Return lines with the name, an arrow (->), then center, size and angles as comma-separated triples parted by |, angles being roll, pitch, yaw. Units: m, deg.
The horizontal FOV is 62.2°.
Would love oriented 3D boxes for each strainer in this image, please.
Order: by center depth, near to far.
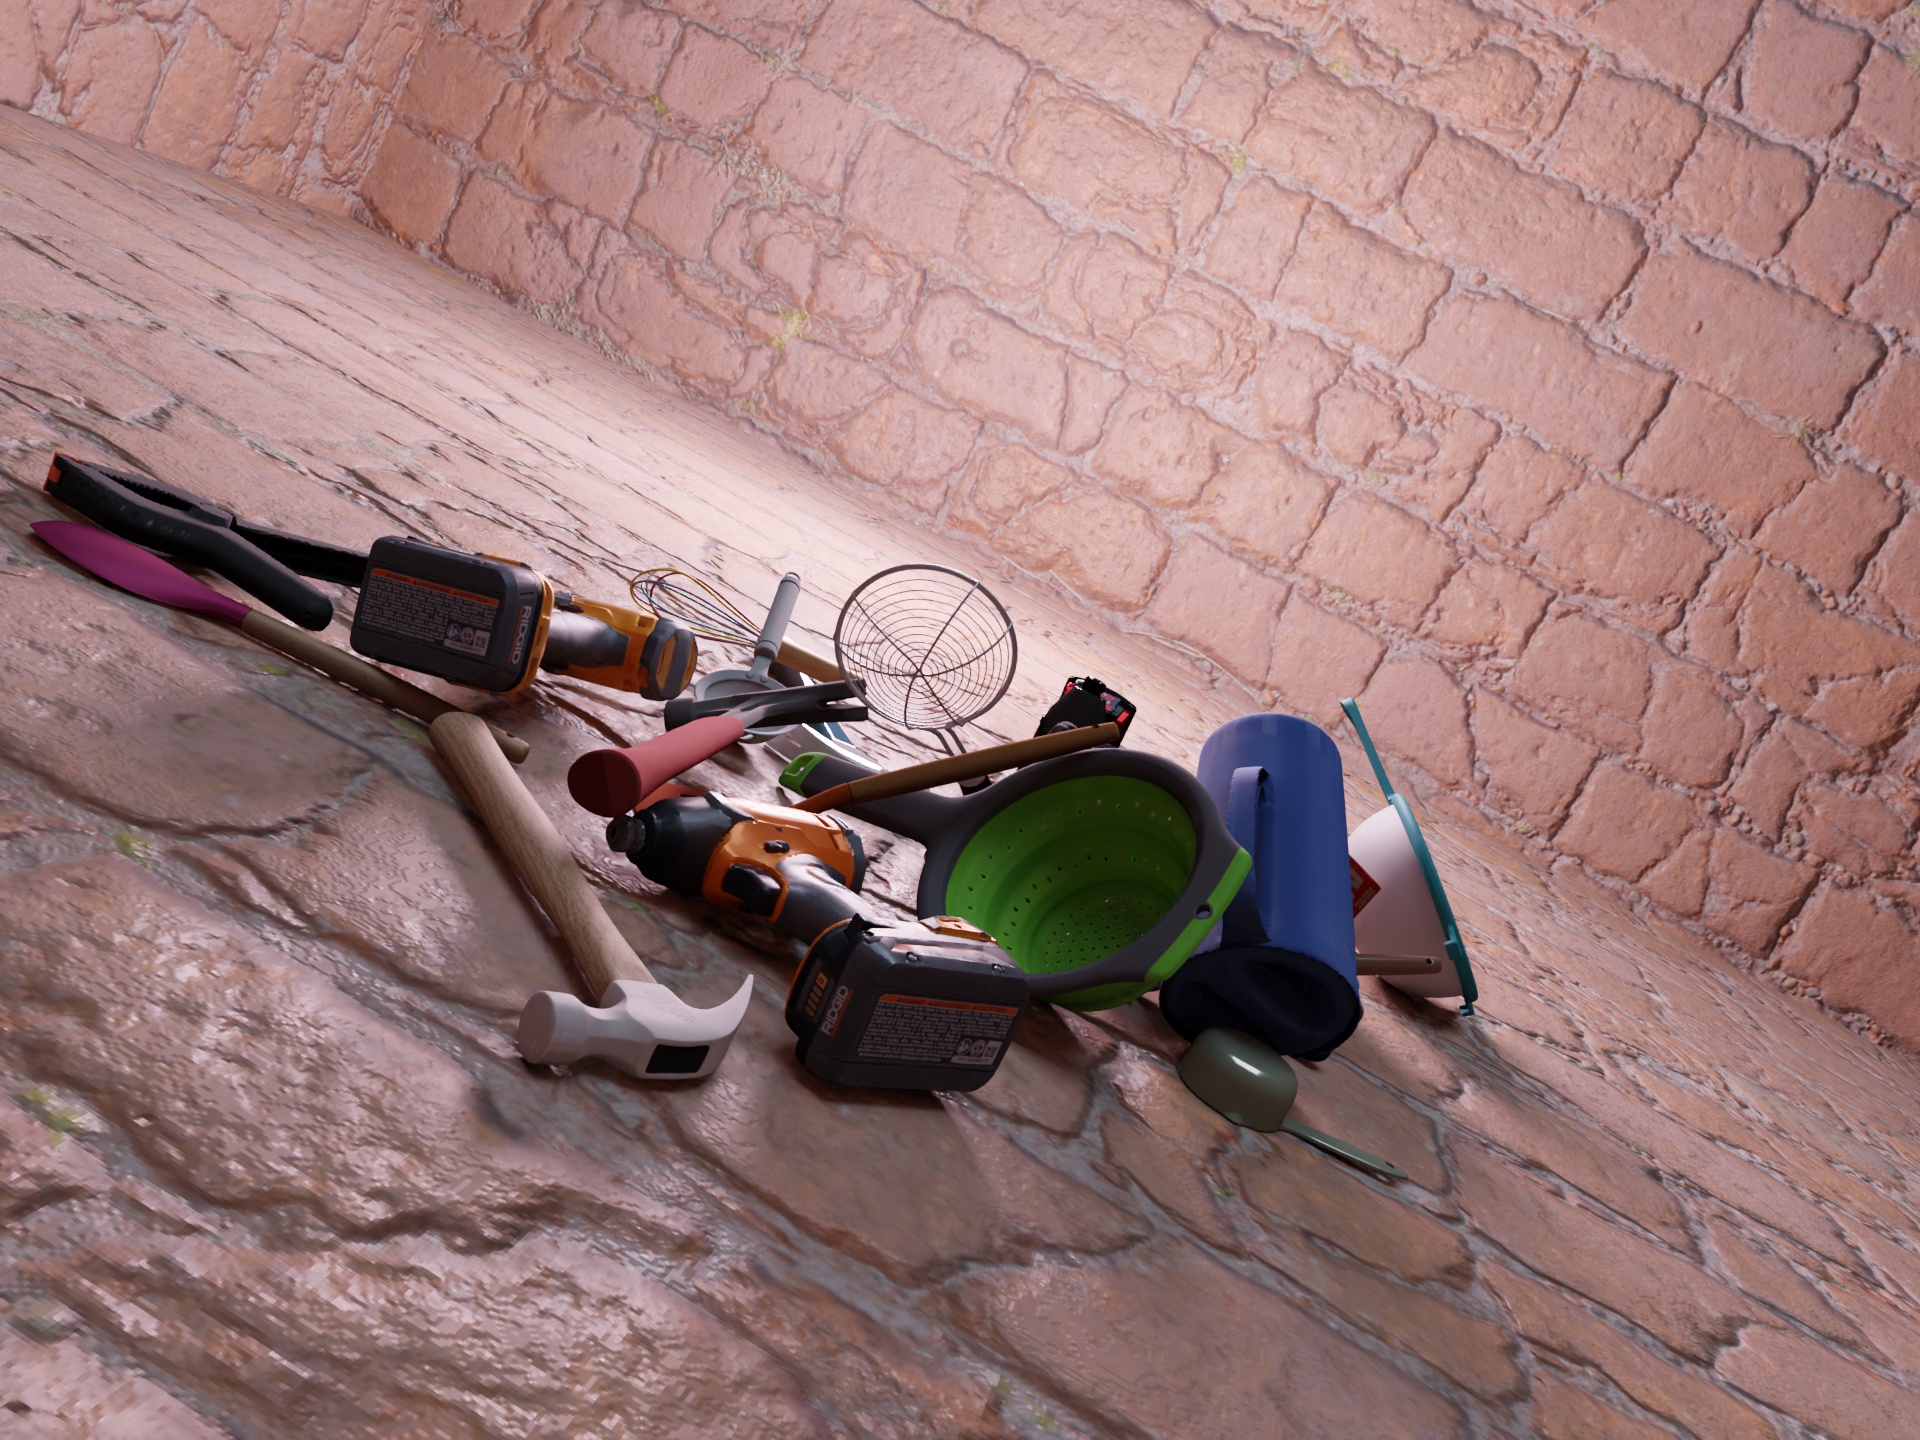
strainer -> -0.159, -0.048, 1.294 | 0.087, 0.050, 0.259 | 19, 38, -6
strainer -> 0.408, 0.131, 1.582 | 0.210, 0.095, 0.341 | 53, 19, -56

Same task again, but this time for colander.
colander -> 0.023, 0.103, 1.091 | 0.397, 0.204, 0.094 | 17, -35, 42

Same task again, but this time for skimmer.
skimmer -> -0.002, -0.004, 1.214 | 0.127, 0.090, 0.363 | -5, -20, 9

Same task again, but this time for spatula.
spatula -> -0.051, 0.035, 1.046 | 0.322, 0.041, 0.081 | -13, 22, -9

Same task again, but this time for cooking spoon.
cooking spoon -> -0.407, -0.050, 0.962 | 0.319, 0.017, 0.069 | 27, 10, -3

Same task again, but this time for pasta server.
pasta server -> 0.240, 0.181, 1.201 | 0.316, 0.040, 0.060 | 5, 56, -24

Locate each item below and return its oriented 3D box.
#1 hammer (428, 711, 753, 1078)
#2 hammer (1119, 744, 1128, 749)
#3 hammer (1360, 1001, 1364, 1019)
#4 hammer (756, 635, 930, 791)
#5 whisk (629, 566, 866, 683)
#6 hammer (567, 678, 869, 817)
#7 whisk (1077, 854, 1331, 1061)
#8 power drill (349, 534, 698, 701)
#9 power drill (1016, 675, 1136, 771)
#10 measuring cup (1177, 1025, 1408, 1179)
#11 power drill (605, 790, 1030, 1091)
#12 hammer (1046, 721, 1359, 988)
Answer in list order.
hammer -> -0.210, 0.079, 0.822 | 0.130, 0.031, 0.332 | 17, 15, -40
hammer -> 0.193, 0.089, 1.692 | 0.149, 0.036, 0.409 | 25, 11, -10
hammer -> 0.330, 0.200, 1.516 | 0.146, 0.038, 0.411 | 28, 12, -5
hammer -> -0.130, -0.012, 1.398 | 0.128, 0.033, 0.331 | 23, 12, -25
whisk -> -0.175, -0.072, 1.359 | 0.244, 0.047, 0.051 | 25, 9, -37
hammer -> -0.156, 0.011, 1.004 | 0.149, 0.036, 0.359 | -6, 6, 6
whisk -> 0.176, 0.168, 1.261 | 0.296, 0.073, 0.073 | 40, 16, 29
power drill -> -0.305, -0.066, 1.062 | 0.185, 0.084, 0.226 | 15, 2, 19
power drill -> 0.109, 0.019, 1.539 | 0.078, 0.143, 0.219 | 26, 9, 8
measuring cup -> 0.225, 0.251, 1.042 | 0.167, 0.038, 0.083 | 26, 11, 0
power drill -> -0.086, 0.108, 0.864 | 0.164, 0.084, 0.227 | 15, 13, -41
hammer -> 0.183, 0.108, 1.262 | 0.336, 0.034, 0.127 | 41, 1, -25
